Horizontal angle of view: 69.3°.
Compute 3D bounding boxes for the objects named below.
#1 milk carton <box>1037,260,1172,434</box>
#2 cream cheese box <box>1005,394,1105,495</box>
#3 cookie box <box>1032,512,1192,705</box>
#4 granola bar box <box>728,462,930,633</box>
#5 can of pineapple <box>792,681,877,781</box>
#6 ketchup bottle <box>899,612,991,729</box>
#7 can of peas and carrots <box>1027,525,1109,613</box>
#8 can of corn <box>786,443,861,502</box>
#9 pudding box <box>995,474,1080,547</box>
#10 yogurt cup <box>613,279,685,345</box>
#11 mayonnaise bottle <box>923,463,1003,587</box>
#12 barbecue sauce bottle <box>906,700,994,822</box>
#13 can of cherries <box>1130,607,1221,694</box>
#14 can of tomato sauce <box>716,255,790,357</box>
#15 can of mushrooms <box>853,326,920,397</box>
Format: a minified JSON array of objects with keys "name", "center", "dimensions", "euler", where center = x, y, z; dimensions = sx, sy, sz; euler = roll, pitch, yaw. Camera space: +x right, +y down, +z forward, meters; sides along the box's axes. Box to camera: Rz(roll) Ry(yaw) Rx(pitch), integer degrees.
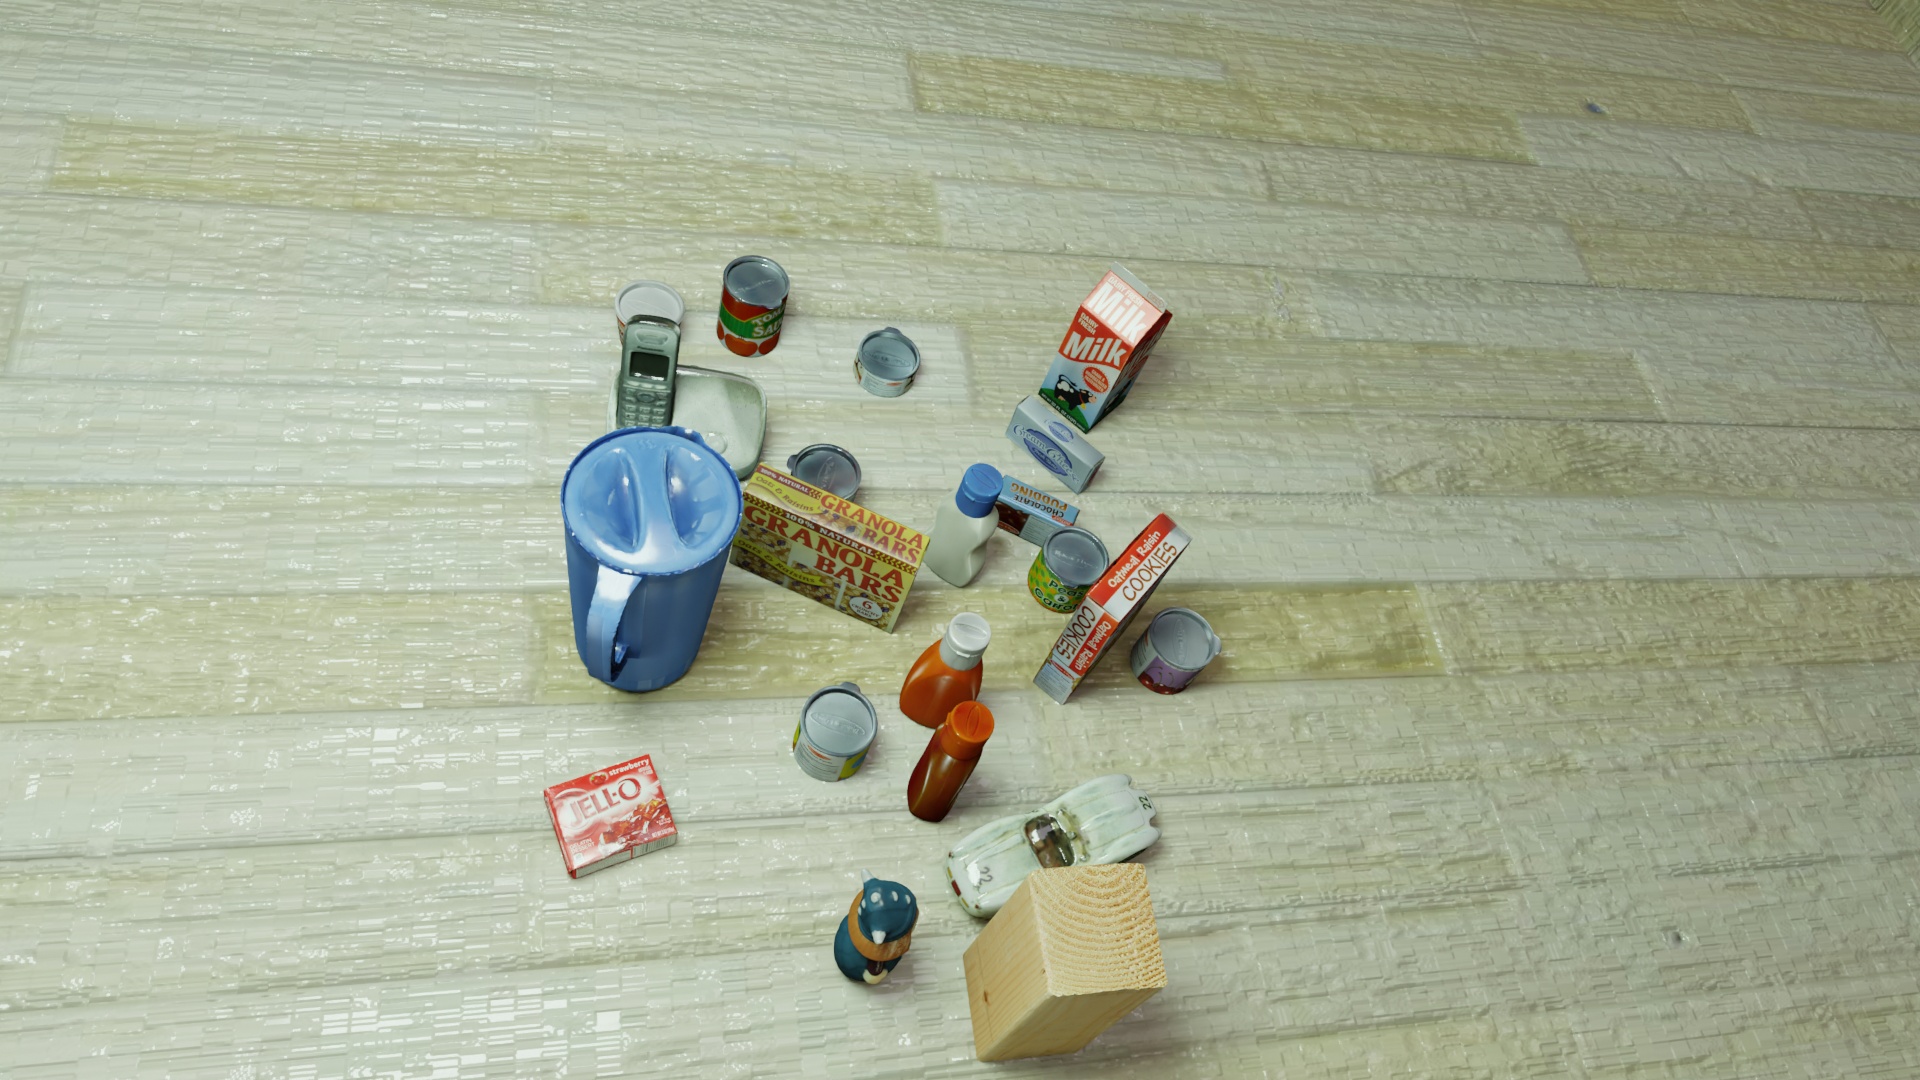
[{"name":"milk carton","center":[0.153,-0.202,1.422],"dimensions":[0.072,0.189,0.074],"euler":[41,57,11]},{"name":"cream cheese box","center":[0.096,-0.097,1.422],"dimensions":[0.104,0.053,0.024],"euler":[41,57,11]},{"name":"cookie box","center":[0.135,0.063,1.261],"dimensions":[0.040,0.166,0.123],"euler":[39,56,10]},{"name":"granola bar box","center":[-0.119,0.008,1.249],"dimensions":[0.165,0.123,0.039],"euler":[24,55,0]},{"name":"can of pineapple","center":[-0.107,0.165,1.192],"dimensions":[0.071,0.057,0.071],"euler":[7,57,-11]},{"name":"ketchup bottle","center":[-0.009,0.113,1.199],"dimensions":[0.065,0.148,0.044],"euler":[18,55,-4]},{"name":"can of peas and carrots","center":[0.103,0.031,1.339],"dimensions":[0.071,0.058,0.071],"euler":[7,57,-11]},{"name":"can of corn","center":[-0.134,-0.050,1.322],"dimensions":[0.071,0.058,0.071],"euler":[7,57,-11]},{"name":"pudding box","center":[0.070,-0.026,1.371],"dimensions":[0.084,0.049,0.030],"euler":[25,55,0]},{"name":"yogurt cup","center":[-0.310,-0.217,1.382],"dimensions":[0.072,0.053,0.073],"euler":[7,57,-11]},{"name":"mayonnaise bottle","center":[0.005,-0.016,1.286],"dimensions":[0.065,0.147,0.041],"euler":[39,56,10]},{"name":"barbecue sauce bottle","center":[-0.008,0.180,1.156],"dimensions":[0.044,0.147,0.065],"euler":[19,55,-4]},{"name":"can of cherries","center":[0.204,0.107,1.319],"dimensions":[0.071,0.058,0.072],"euler":[7,57,-11]},{"name":"can of tomato sauce","center":[-0.209,-0.235,1.404],"dimensions":[0.071,0.082,0.071],"euler":[7,57,-11]},{"name":"can of mushrooms","center":[-0.076,-0.185,1.441],"dimensions":[0.071,0.033,0.071],"euler":[7,57,-11]}]
